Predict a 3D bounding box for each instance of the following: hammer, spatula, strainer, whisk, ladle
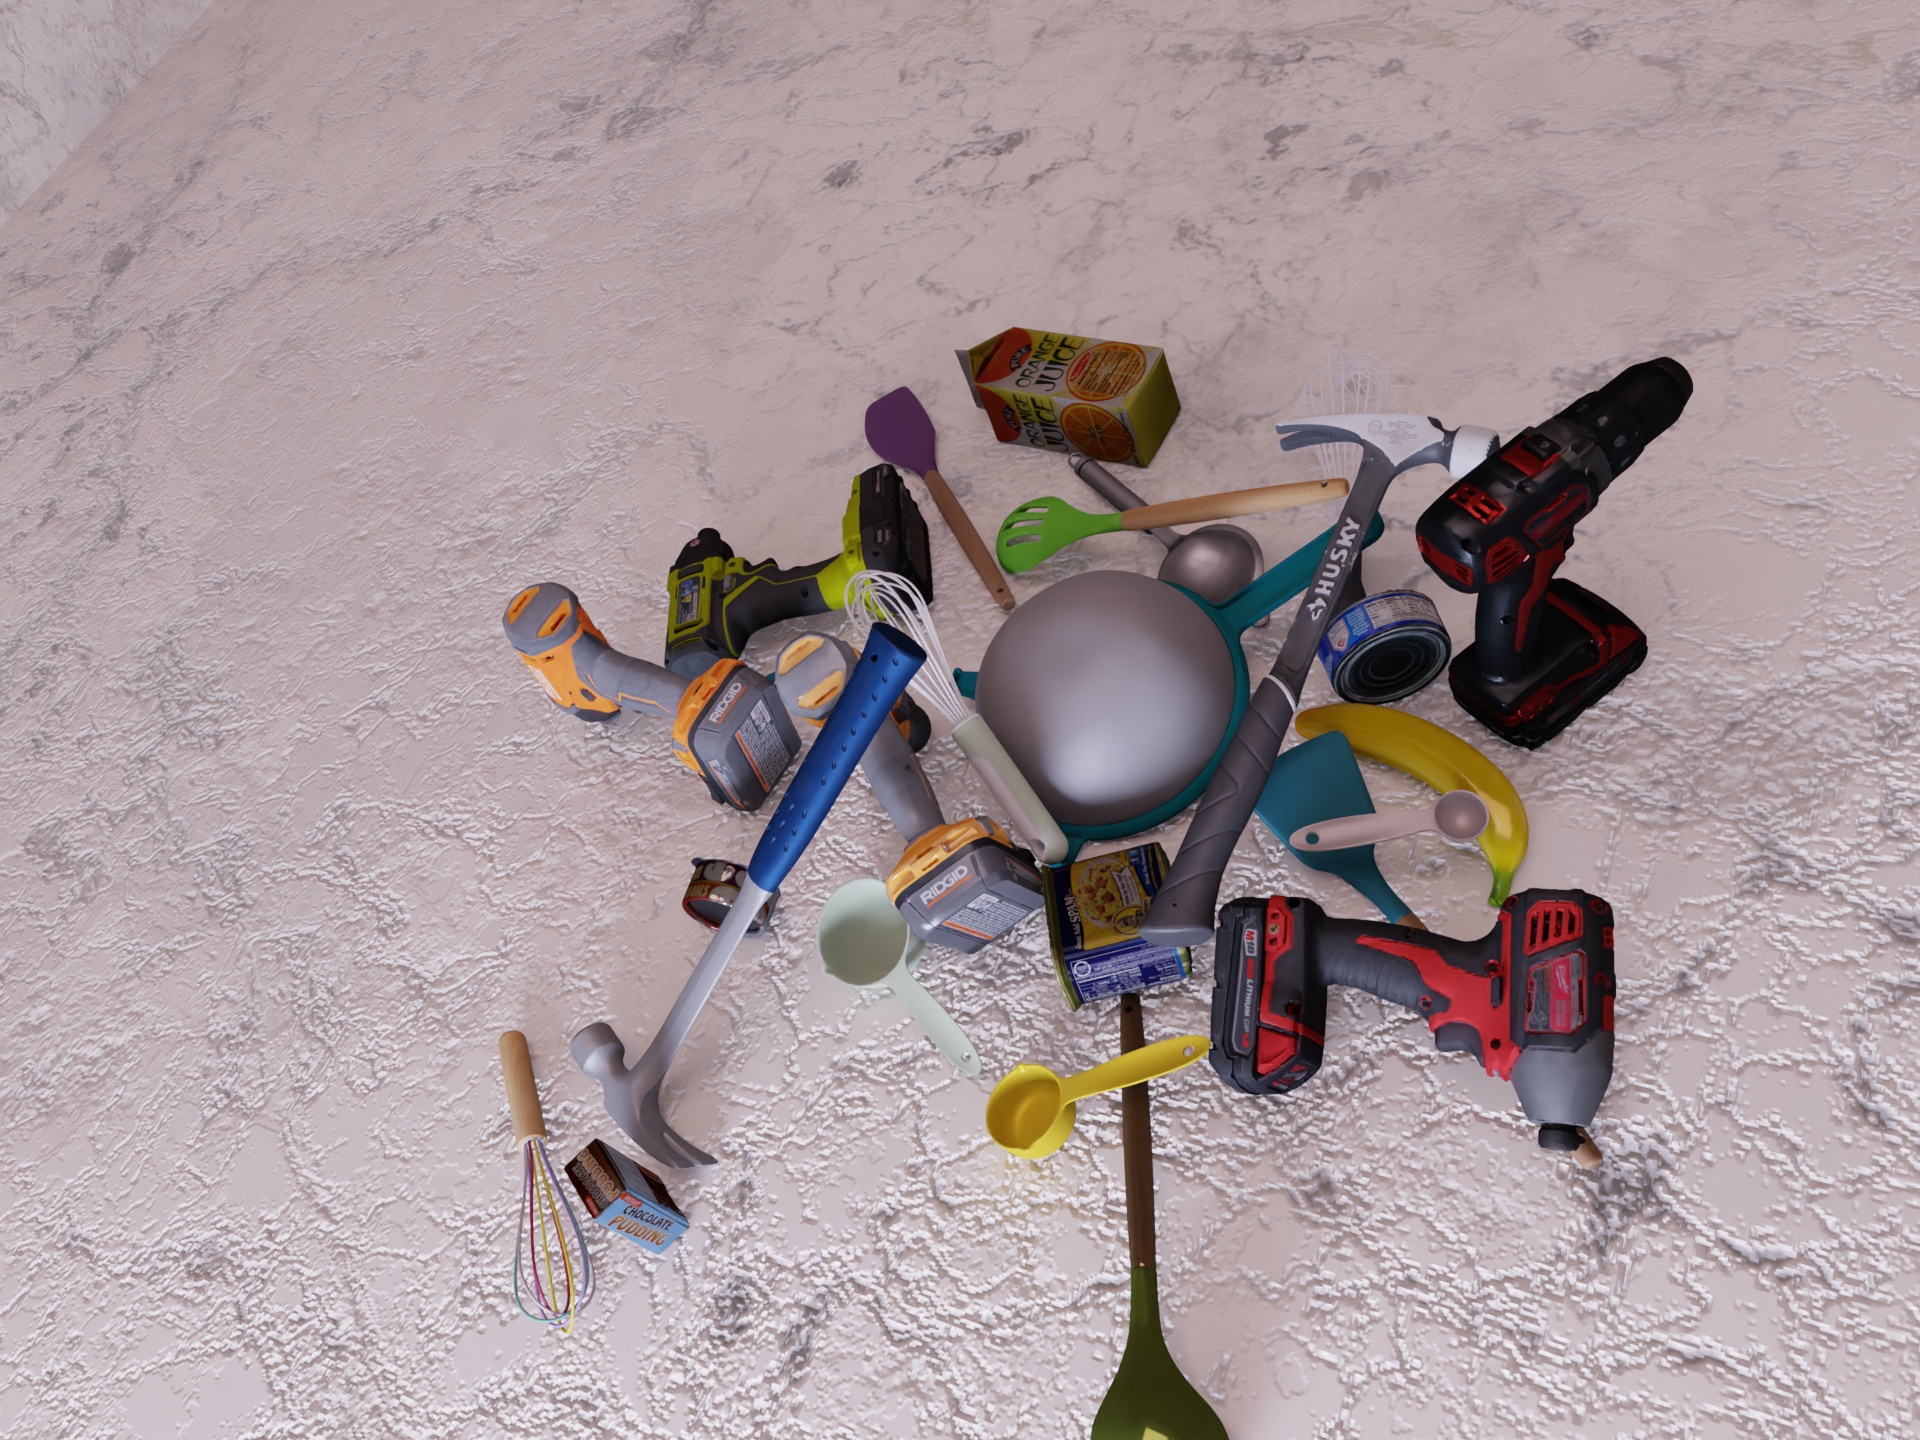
[{"bbox_3d":[0.211,-0.037,1.038,0.149,0.036,0.409,17,70,29],"label":"hammer"},{"bbox_3d":[-0.133,0.118,1.053,0.144,0.035,0.405,43,111,34],"label":"hammer"},{"bbox_3d":[0.287,0.138,0.980,0.082,0.044,0.318,-28,50,-5],"label":"spatula"},{"bbox_3d":[0.153,-0.153,1.256,0.087,0.050,0.259,-46,47,5],"label":"strainer"},{"bbox_3d":[-0.018,-0.195,1.372,0.060,0.018,0.316,-31,48,2],"label":"spatula"},{"bbox_3d":[-0.002,-0.004,1.101,0.059,0.057,0.246,-29,80,-38],"label":"whisk"},{"bbox_3d":[0.144,-0.064,1.121,0.340,0.095,0.211,-35,55,9],"label":"strainer"},{"bbox_3d":[0.110,0.306,0.942,0.078,0.062,0.320,-13,45,16],"label":"ladle"},{"bbox_3d":[-0.295,0.315,1.104,0.051,0.047,0.245,-21,45,-8],"label":"whisk"},{"bbox_3d":[0.290,-0.169,1.198,0.070,0.070,0.285,-5,59,20],"label":"whisk"}]

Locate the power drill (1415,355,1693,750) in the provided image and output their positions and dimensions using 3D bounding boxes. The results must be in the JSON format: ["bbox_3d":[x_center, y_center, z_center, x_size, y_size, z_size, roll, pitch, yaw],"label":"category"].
[{"bbox_3d":[0.379,-0.105,0.999,0.188,0.226,0.080,-38,50,-6],"label":"power drill"}]

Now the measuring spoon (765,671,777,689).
[{"bbox_3d":[-0.108,-0.029,1.294,0.129,0.021,0.042,0,56,34],"label":"measuring spoon"}]

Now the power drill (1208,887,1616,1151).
[{"bbox_3d":[0.262,0.169,0.921,0.220,0.078,0.143,-3,71,27],"label":"power drill"}]

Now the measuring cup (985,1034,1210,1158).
[{"bbox_3d":[0.089,0.230,0.988,0.156,0.029,0.062,-24,42,20],"label":"measuring cup"}]

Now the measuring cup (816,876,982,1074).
[{"bbox_3d":[-0.032,0.179,1.092,0.083,0.038,0.168,-48,63,10],"label":"measuring cup"}]

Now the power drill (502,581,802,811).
[{"bbox_3d":[-0.242,-0.014,1.262,0.226,0.164,0.084,24,67,21],"label":"power drill"}]

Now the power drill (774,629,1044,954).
[{"bbox_3d":[-0.030,0.050,1.120,0.084,0.185,0.226,-37,67,8],"label":"power drill"}]

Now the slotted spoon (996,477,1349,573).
[{"bbox_3d":[0.149,-0.158,1.216,0.314,0.031,0.070,-4,61,38],"label":"slotted spoon"}]

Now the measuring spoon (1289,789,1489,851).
[{"bbox_3d":[0.272,0.070,1.012,0.124,0.018,0.034,-10,63,13],"label":"measuring spoon"}]

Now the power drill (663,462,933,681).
[{"bbox_3d":[-0.142,-0.128,1.340,0.223,0.080,0.171,-18,47,14],"label":"power drill"}]
